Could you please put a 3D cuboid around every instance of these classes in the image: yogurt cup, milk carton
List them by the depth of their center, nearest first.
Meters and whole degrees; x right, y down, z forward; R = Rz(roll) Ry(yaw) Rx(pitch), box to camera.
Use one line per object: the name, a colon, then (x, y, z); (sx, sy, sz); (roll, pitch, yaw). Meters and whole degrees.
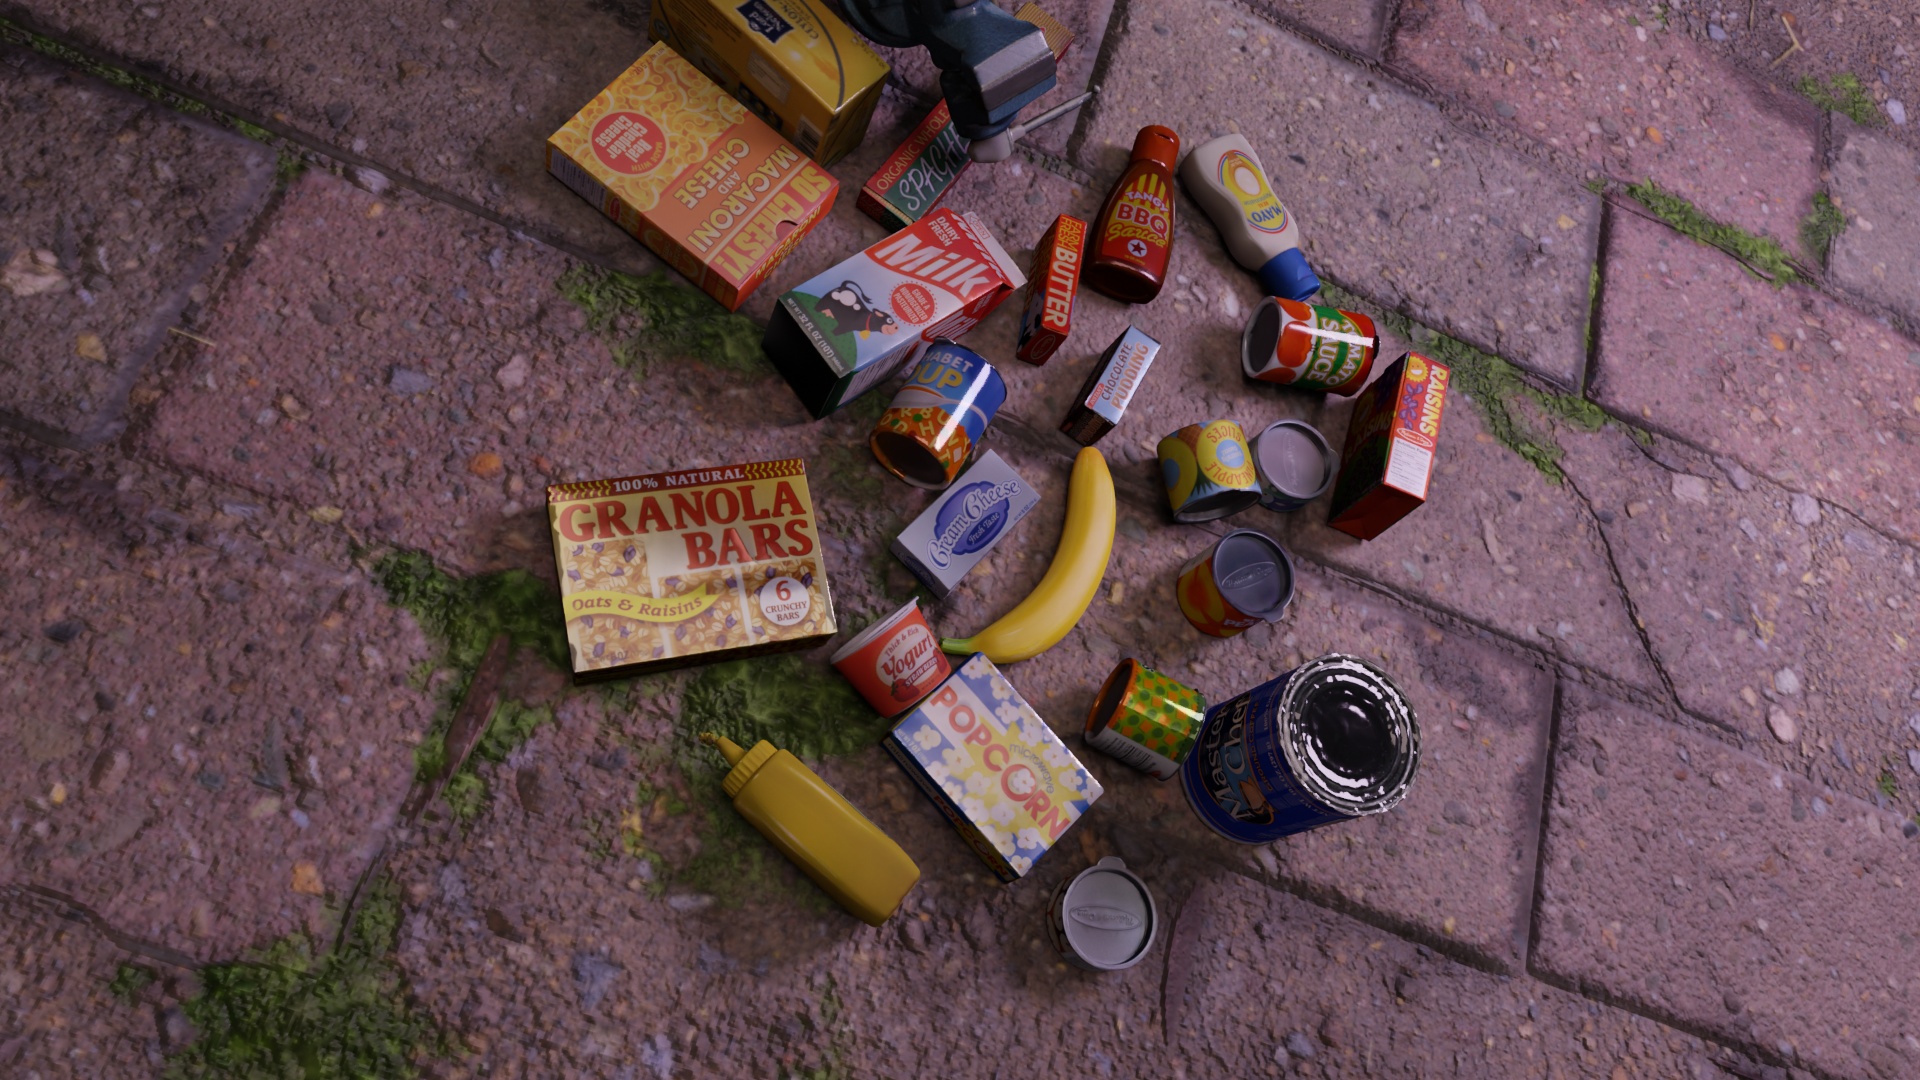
yogurt cup: (-0.043, 0.078, 0.900); (0.073, 0.072, 0.054); (-37, 93, -26)
milk carton: (-0.041, -0.170, 0.987); (0.191, 0.073, 0.072); (-34, 84, -26)

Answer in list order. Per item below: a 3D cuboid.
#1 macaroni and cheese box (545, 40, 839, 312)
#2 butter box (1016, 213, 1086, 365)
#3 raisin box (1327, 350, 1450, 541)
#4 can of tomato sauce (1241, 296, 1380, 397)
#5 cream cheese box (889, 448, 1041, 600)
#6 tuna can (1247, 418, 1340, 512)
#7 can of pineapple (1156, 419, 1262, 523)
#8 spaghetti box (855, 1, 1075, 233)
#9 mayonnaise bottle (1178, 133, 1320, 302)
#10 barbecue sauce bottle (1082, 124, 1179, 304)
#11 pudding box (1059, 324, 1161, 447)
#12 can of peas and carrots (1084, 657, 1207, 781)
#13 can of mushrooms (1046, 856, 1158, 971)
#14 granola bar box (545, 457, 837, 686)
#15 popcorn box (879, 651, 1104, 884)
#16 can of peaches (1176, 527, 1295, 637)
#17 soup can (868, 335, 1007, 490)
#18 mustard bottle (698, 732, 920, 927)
macaroni and cheese box: (-0.189, -0.260, 0.990); (0.166, 0.040, 0.124); (38, 64, -2)
butter box: (0.068, -0.189, 1.042); (0.024, 0.053, 0.104); (17, 66, -14)
raisin box: (0.328, -0.072, 1.067); (0.040, 0.085, 0.124); (22, 65, -5)
can of tomato sauce: (0.273, -0.152, 1.087); (0.083, 0.071, 0.071); (9, 68, -15)
cream cheese box: (0.003, -0.012, 0.971); (0.053, 0.024, 0.104); (44, 63, 2)
tuna can: (0.252, -0.057, 1.065); (0.071, 0.032, 0.071); (6, 69, -16)
can of pineapple: (0.183, -0.051, 1.019); (0.071, 0.070, 0.058); (-6, 73, -20)
spaghetti box: (0.006, -0.332, 1.088); (0.050, 0.028, 0.251); (37, 63, -3)
mayonnaise bottle: (0.240, -0.259, 1.132); (0.065, 0.041, 0.148); (-25, 79, -26)
barbecue sauce bottle: (0.142, -0.261, 1.099); (0.065, 0.043, 0.149); (21, 65, -9)
pudding box: (0.111, -0.114, 1.030); (0.030, 0.049, 0.084); (34, 64, -6)
can of peas and carrots: (0.125, 0.118, 0.939); (0.059, 0.070, 0.071); (27, 65, -7)
can of mushrooms: (0.092, 0.242, 0.900); (0.071, 0.033, 0.071); (6, 69, -16)
granola bar box: (-0.174, 0.018, 0.892); (0.166, 0.039, 0.124); (-8, 74, -21)
popcorn box: (0.020, 0.148, 0.908); (0.085, 0.038, 0.127); (-40, 87, -27)
can of peaches: (0.198, 0.034, 1.000); (0.071, 0.058, 0.071); (6, 69, -17)
soup can: (-0.017, -0.088, 0.967); (0.071, 0.071, 0.084); (34, 64, -4)
mustard bottle: (-0.097, 0.168, 0.849); (0.160, 0.065, 0.049); (41, 68, 4)
